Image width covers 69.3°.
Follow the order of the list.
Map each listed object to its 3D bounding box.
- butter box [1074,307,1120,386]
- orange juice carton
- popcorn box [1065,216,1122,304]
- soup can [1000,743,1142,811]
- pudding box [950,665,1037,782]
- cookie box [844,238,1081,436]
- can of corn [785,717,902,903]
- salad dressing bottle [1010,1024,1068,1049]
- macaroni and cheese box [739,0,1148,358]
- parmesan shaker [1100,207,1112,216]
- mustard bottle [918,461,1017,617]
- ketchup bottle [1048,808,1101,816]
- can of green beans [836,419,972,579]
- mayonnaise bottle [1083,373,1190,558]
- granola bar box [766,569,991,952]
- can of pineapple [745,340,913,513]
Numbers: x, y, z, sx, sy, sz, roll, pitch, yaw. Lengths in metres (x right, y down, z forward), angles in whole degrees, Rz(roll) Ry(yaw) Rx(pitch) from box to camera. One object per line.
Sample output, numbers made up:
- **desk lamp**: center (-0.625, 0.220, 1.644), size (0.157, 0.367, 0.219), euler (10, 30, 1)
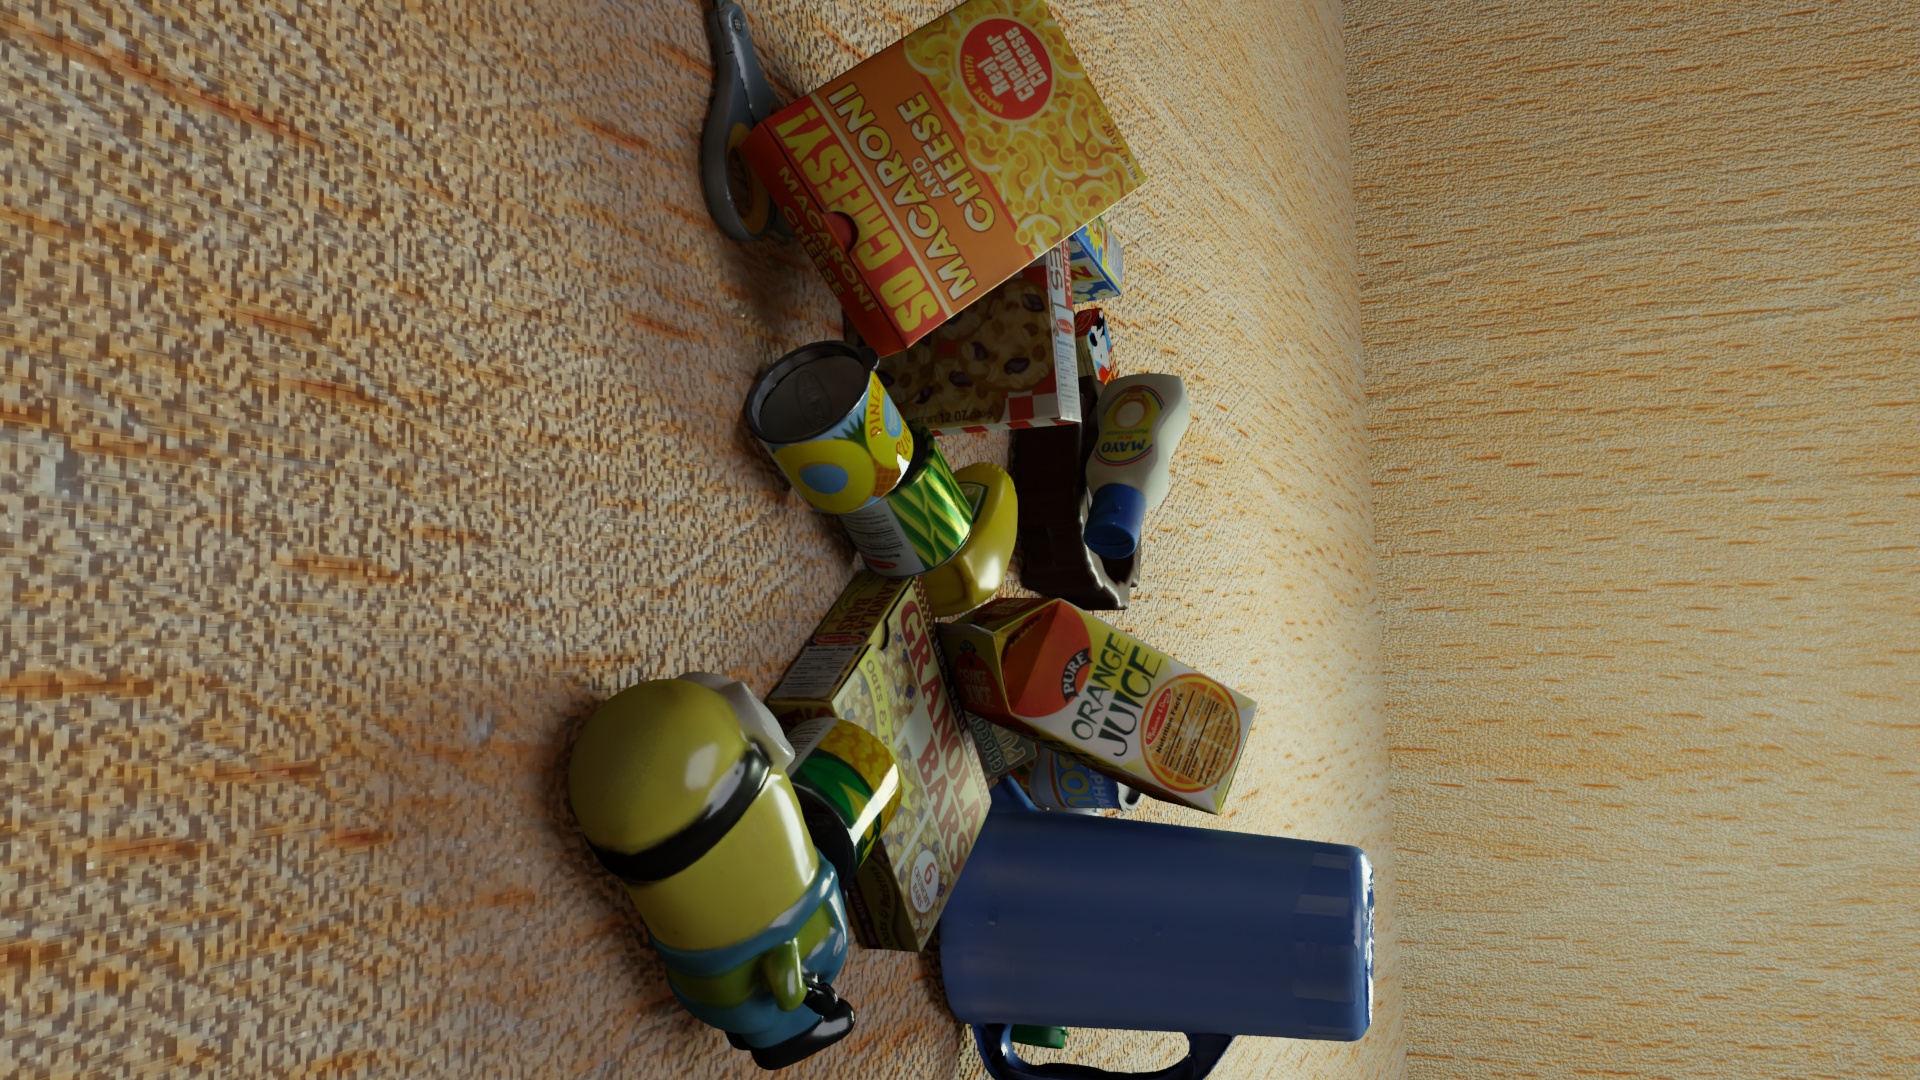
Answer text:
- **butter box**: center (0.112, -0.133, 1.140), size (0.053, 0.024, 0.103), euler (-61, 139, -50)
- **orange juice carton**: center (0.070, 0.087, 0.804), size (0.192, 0.071, 0.073), euler (28, 77, -21)
- **popcorn box**: center (0.024, -0.167, 0.825), size (0.085, 0.126, 0.038), euler (30, 56, -62)
- **soup can**: center (0.075, 0.150, 0.936), size (0.071, 0.084, 0.071), euler (-5, 91, -66)
- **pudding box**: center (0.012, 0.101, 0.844), size (0.050, 0.030, 0.083), euler (-22, 111, -23)
- **cookie box**: center (-0.003, -0.143, 0.764), size (0.040, 0.123, 0.167), euler (-1, 87, -67)
- **can of corn**: center (-0.066, 0.126, 0.645), size (0.058, 0.071, 0.071), euler (-49, 130, -59)
- **salad dressing bottle**: center (0.059, 0.261, 0.933), size (0.064, 0.044, 0.148), euler (54, 40, -59)
- **macaroni and cheese box**: center (-0.004, -0.185, 0.681), size (0.167, 0.040, 0.123), euler (-38, 103, -22)
- **parmesan shaker**: center (0.079, -0.291, 1.035), size (0.103, 0.071, 0.071), euler (33, 57, -61)
- **mustard bottle**: center (0.003, -0.010, 0.835), size (0.161, 0.065, 0.048), euler (-63, 142, -60)
- **ketchup bottle**: center (0.085, 0.131, 1.010), size (0.064, 0.043, 0.149), euler (31, 58, -60)
- **can of green beans**: center (-0.034, -0.023, 0.744), size (0.057, 0.071, 0.071), euler (63, 33, -41)
- **mayonnaise bottle**: center (0.117, -0.053, 0.955), size (0.041, 0.065, 0.149), euler (65, 32, -41)
- **granola bar box**: center (-0.037, 0.116, 0.747), size (0.125, 0.039, 0.164), euler (-57, 137, -54)
- **can of pineapple**: center (-0.062, -0.056, 0.683), size (0.057, 0.071, 0.071), euler (59, 35, -47)
